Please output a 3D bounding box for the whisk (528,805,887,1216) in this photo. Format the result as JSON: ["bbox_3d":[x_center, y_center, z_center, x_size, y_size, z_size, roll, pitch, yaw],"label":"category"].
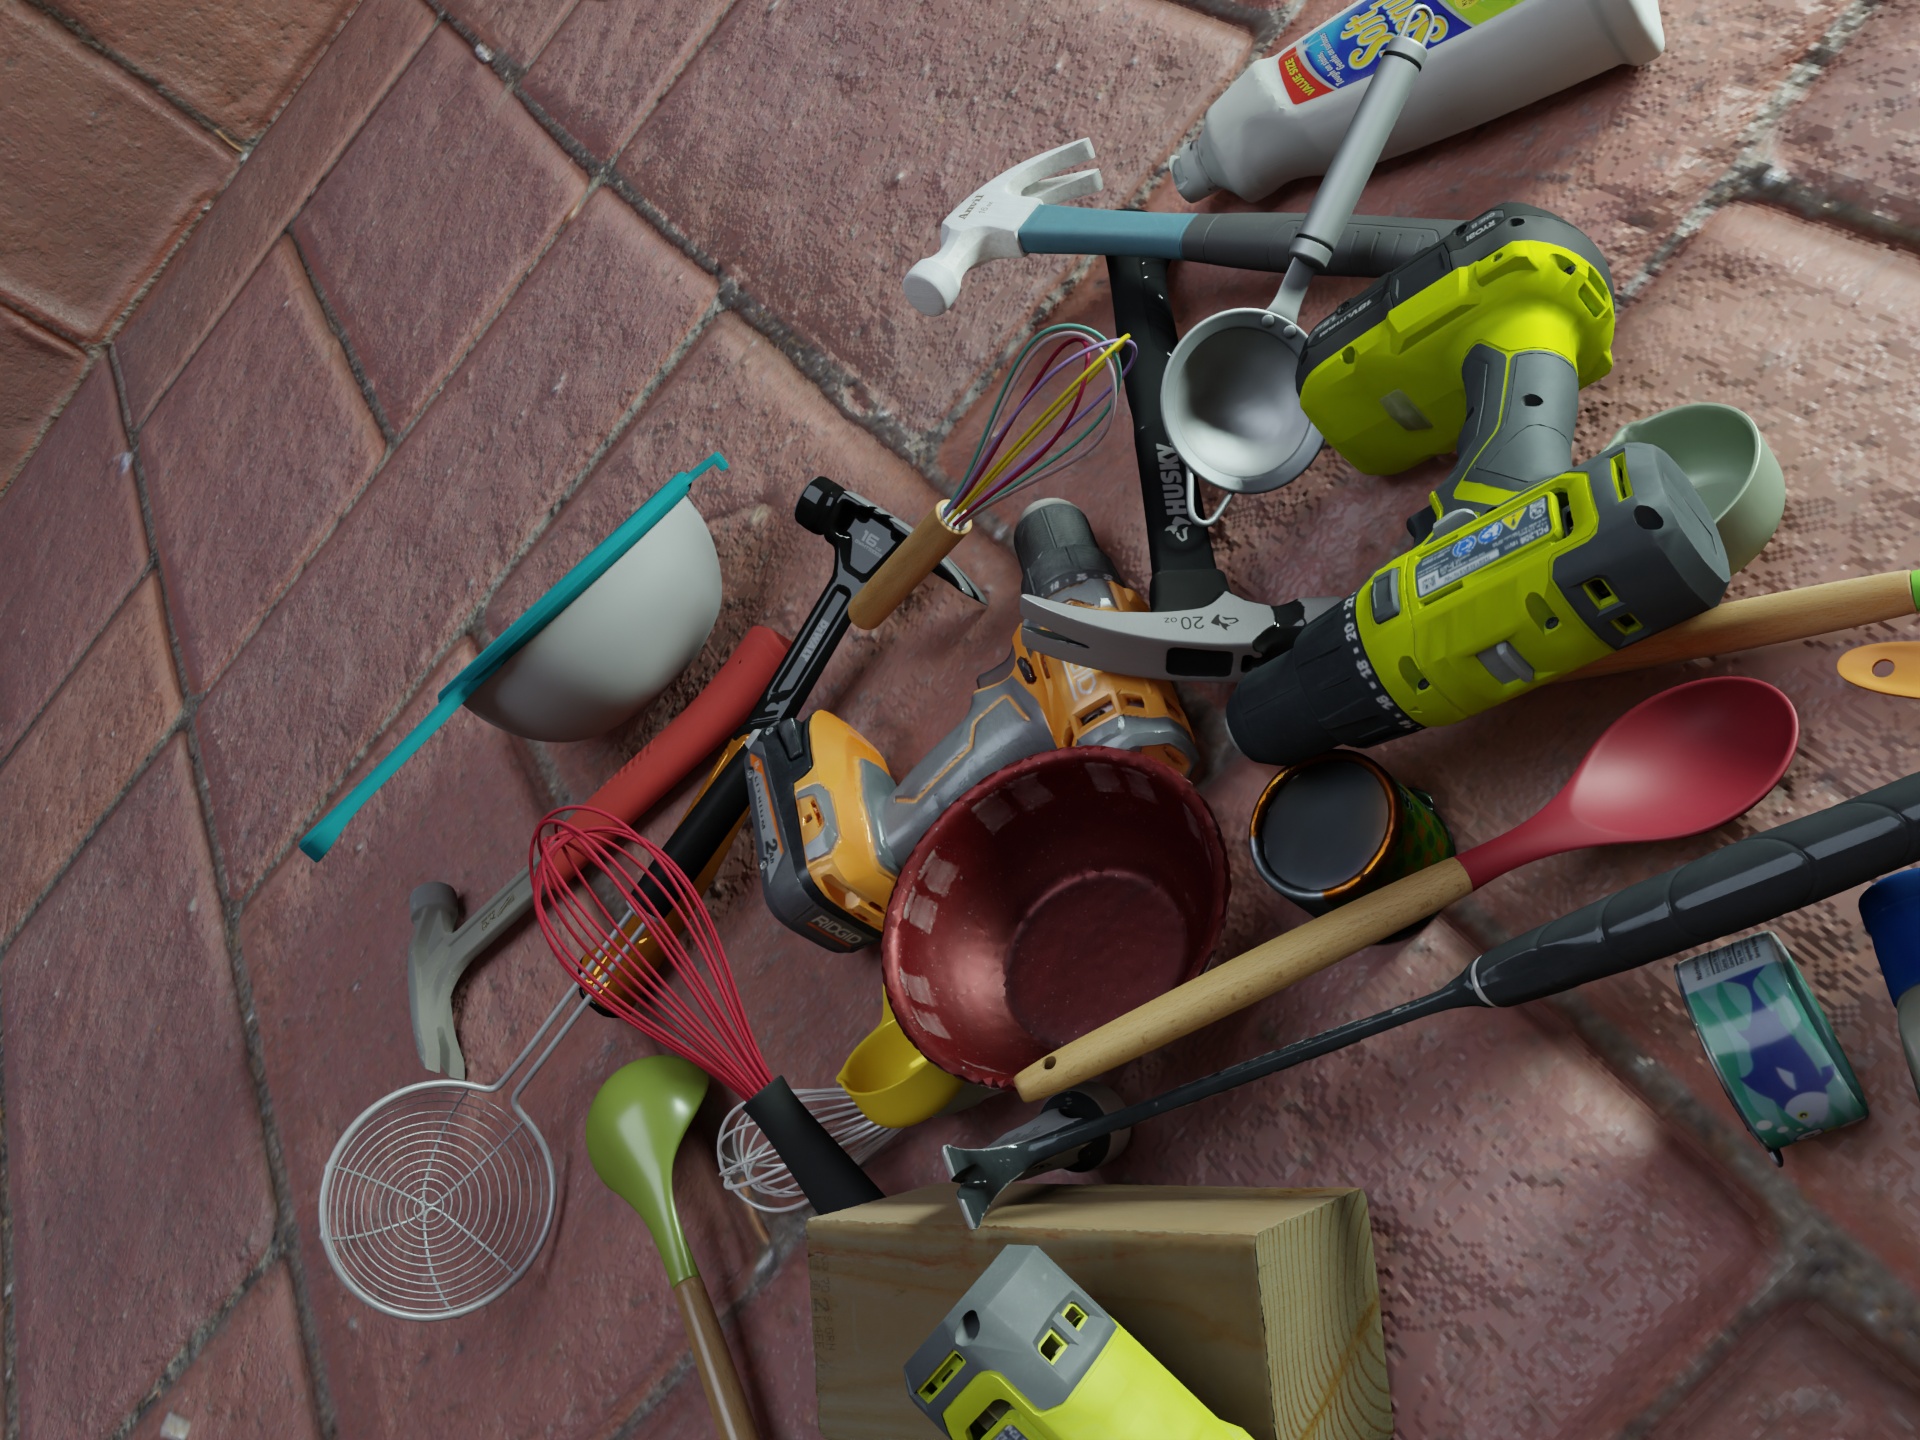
[{"bbox_3d":[-0.105,0.158,0.740,0.073,0.073,0.296,-43,80,15],"label":"whisk"}]

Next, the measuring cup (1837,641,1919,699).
[{"bbox_3d":[0.374,0.001,0.498,0.174,0.052,0.095,12,75,48],"label":"measuring cup"}]

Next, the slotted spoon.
[{"bbox_3d":[0.322,-0.040,0.585,0.314,0.031,0.070,-12,54,39],"label":"slotted spoon"}]

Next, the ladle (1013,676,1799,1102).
[{"bbox_3d":[0.163,0.068,0.589,0.315,0.031,0.069,-26,33,-1],"label":"ladle"}]

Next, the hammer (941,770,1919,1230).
[{"bbox_3d":[0.170,0.095,0.555,0.409,0.149,0.036,-29,75,27],"label":"hammer"}]

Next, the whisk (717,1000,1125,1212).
[{"bbox_3d":[-0.020,0.180,0.756,0.246,0.058,0.059,-26,86,25],"label":"whisk"}]

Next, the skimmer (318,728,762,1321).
[{"bbox_3d":[-0.210,0.161,0.871,0.363,0.127,0.090,-53,11,6],"label":"skimmer"}]

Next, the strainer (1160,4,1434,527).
[{"bbox_3d":[0.161,-0.211,0.745,0.258,0.086,0.050,-65,15,6],"label":"strainer"}]

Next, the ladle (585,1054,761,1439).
[{"bbox_3d":[-0.117,0.301,0.779,0.078,0.062,0.321,-41,52,14],"label":"ladle"}]

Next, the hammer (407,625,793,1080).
[{"bbox_3d":[-0.228,0.071,1.007,0.359,0.036,0.149,-40,46,18],"label":"hammer"}]

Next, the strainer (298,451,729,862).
[{"bbox_3d":[-0.252,-0.014,0.974,0.211,0.095,0.340,-26,22,49],"label":"strainer"}]

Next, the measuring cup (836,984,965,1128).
[{"bbox_3d":[-0.022,0.141,0.757,0.062,0.029,0.157,-28,16,9],"label":"measuring cup"}]

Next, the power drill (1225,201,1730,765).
[{"bbox_3d":[0.194,-0.091,0.648,0.190,0.080,0.229,-29,34,37],"label":"power drill"}]

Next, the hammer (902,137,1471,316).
[{"bbox_3d":[0.132,-0.248,0.823,0.331,0.033,0.128,15,58,33],"label":"hammer"}]

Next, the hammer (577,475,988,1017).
[{"bbox_3d":[-0.119,0.031,0.918,0.127,0.034,0.337,34,96,24],"label":"hammer"}]

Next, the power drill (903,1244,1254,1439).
[{"bbox_3d":[0.025,0.301,0.537,0.171,0.080,0.223,41,124,13],"label":"power drill"}]

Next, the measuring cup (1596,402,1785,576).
[{"bbox_3d":[0.253,-0.059,0.647,0.167,0.038,0.083,-39,32,27],"label":"measuring cup"}]

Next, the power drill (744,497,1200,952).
[{"bbox_3d":[-0.001,-0.003,0.817,0.226,0.084,0.186,-31,49,19],"label":"power drill"}]

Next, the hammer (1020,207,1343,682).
[{"bbox_3d":[0.097,-0.155,0.814,0.146,0.035,0.335,-3,51,1],"label":"hammer"}]

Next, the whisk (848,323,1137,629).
[{"bbox_3d":[0.005,-0.112,0.785,0.245,0.051,0.047,-42,32,46],"label":"whisk"}]
